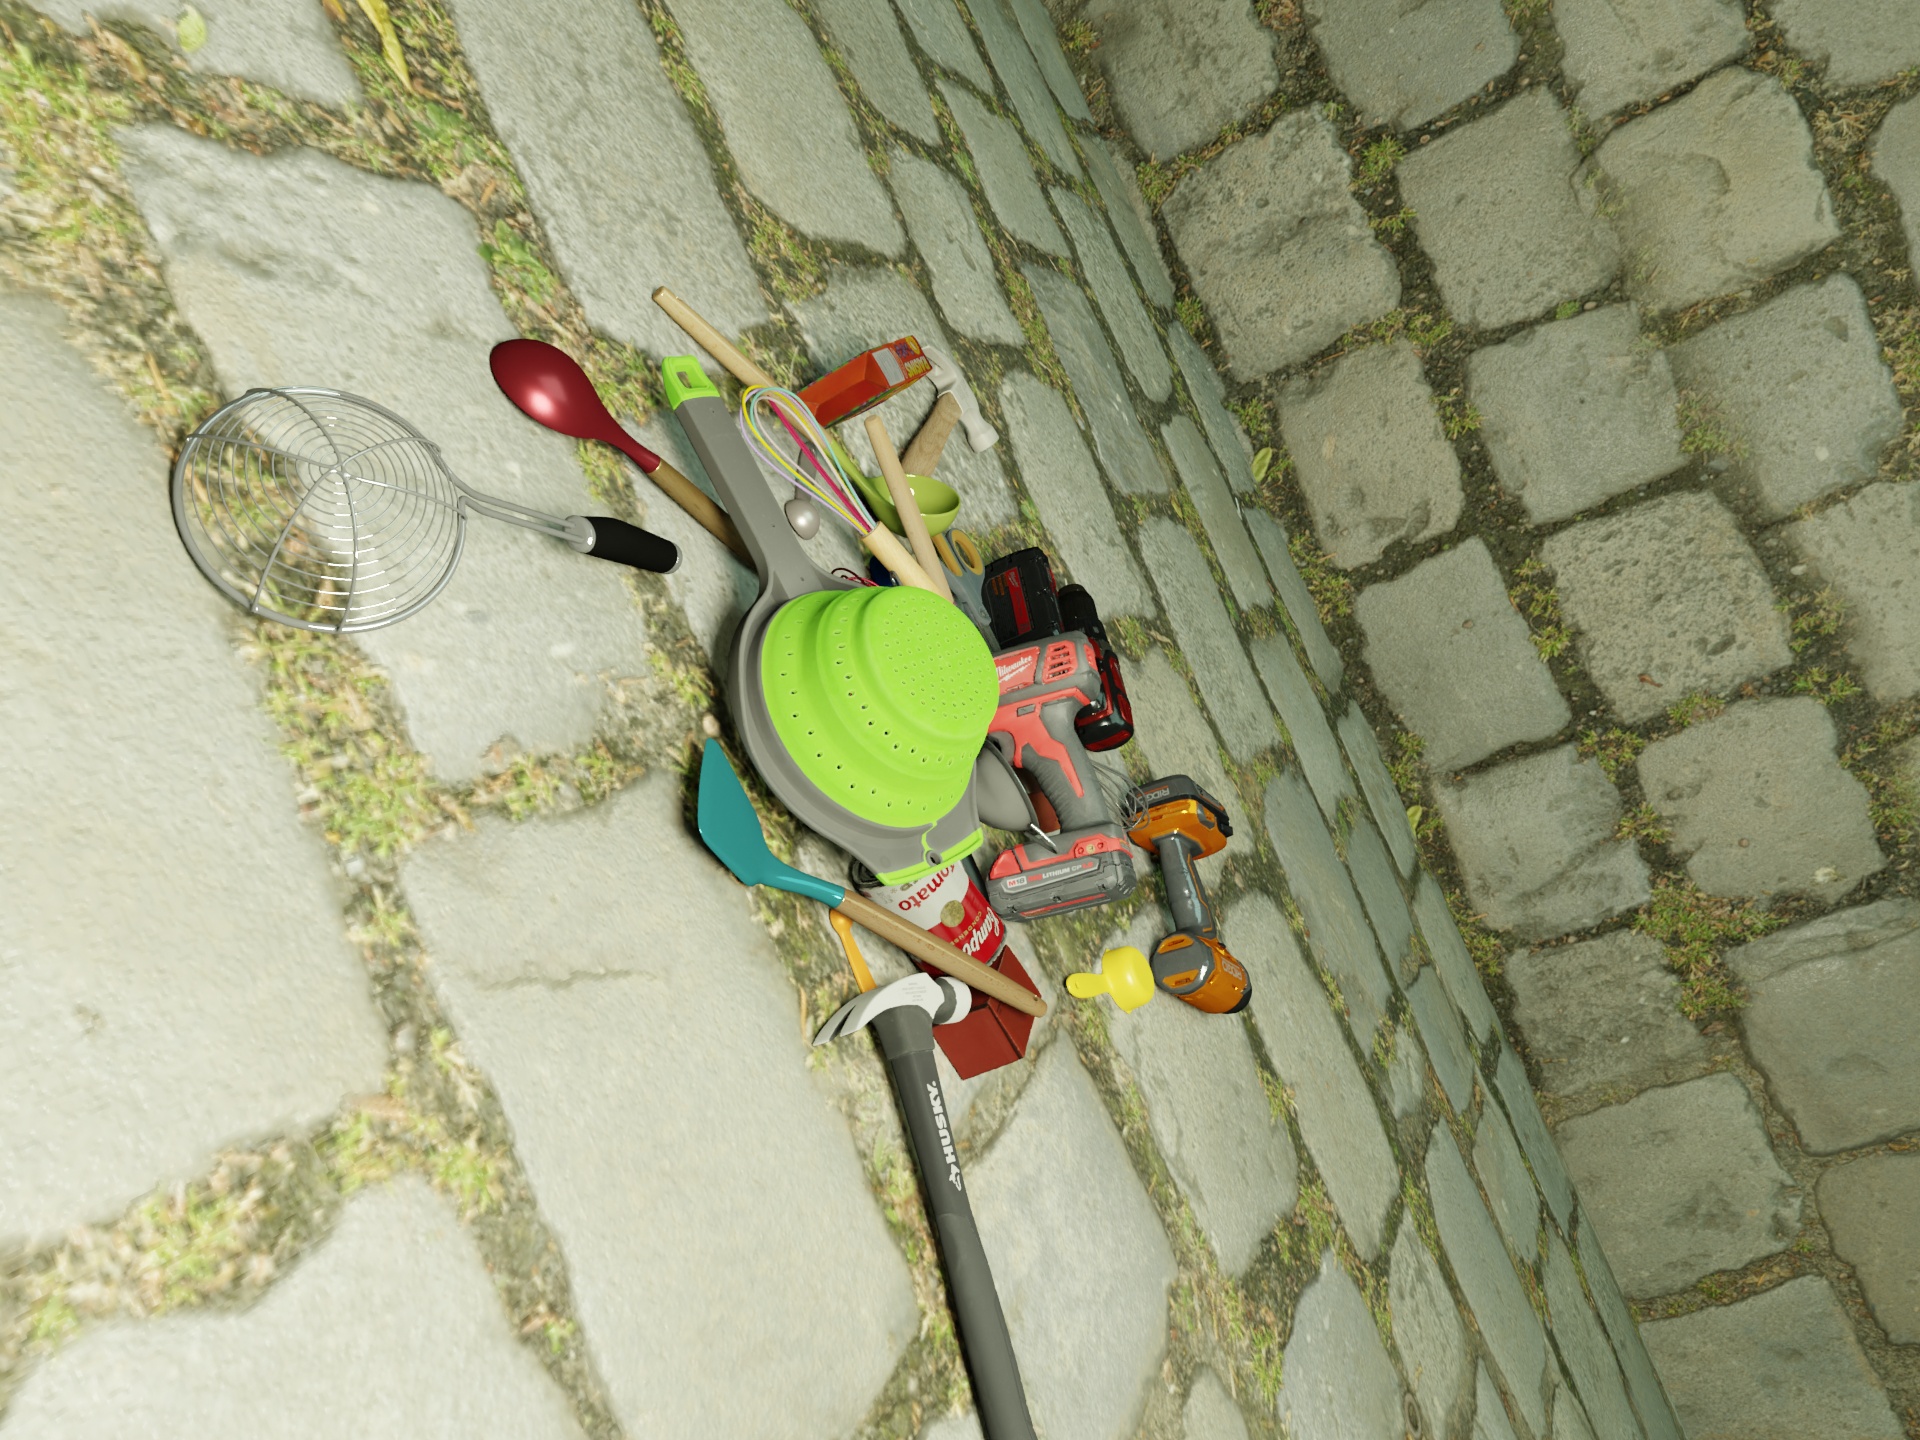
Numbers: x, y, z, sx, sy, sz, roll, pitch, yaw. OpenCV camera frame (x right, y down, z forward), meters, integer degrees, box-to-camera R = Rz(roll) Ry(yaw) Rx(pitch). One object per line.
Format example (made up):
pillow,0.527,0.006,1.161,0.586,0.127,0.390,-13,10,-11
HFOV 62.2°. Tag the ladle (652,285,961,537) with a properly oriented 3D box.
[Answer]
ladle,-0.117,-0.247,1.276,0.319,0.062,0.078,39,15,-37

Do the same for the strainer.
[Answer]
strainer,-0.002,-0.004,1.222,0.086,0.050,0.259,107,-41,-70

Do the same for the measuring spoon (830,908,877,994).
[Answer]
measuring spoon,-0.058,0.176,1.056,0.117,0.011,0.021,66,23,1

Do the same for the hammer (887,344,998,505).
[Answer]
hammer,-0.031,-0.269,1.531,0.130,0.031,0.331,57,24,-20

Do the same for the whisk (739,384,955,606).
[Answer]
whisk,-0.083,-0.168,1.250,0.244,0.051,0.047,48,17,-20

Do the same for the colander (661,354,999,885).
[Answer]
colander,-0.081,-0.092,1.050,0.204,0.094,0.397,-20,79,-49

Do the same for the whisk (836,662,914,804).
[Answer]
whisk,-0.033,0.081,1.158,0.284,0.070,0.070,64,22,-17

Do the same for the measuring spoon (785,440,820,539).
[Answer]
measuring spoon,-0.120,-0.190,1.276,0.034,0.018,0.124,48,27,-35

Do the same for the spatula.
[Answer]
spatula,-0.052,0.122,1.032,0.317,0.044,0.082,33,32,-28

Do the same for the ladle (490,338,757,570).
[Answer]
ladle,-0.193,-0.158,1.078,0.315,0.031,0.069,41,33,-48

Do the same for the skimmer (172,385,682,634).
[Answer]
skimmer,-0.261,-0.098,0.866,0.127,0.090,0.363,66,12,7

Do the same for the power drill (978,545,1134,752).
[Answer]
power drill,0.094,-0.086,1.570,0.226,0.080,0.188,37,36,-54

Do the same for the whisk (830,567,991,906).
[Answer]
whisk,-0.037,0.023,1.195,0.296,0.073,0.073,69,22,-7

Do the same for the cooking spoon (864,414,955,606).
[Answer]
cooking spoon,-0.021,-0.118,1.332,0.069,0.017,0.318,-87,160,-50

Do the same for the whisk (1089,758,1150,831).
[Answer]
whisk,0.104,0.034,1.506,0.238,0.055,0.055,44,31,-32

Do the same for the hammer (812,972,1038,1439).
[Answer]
hammer,-0.003,0.324,0.992,0.146,0.035,0.335,10,60,-58

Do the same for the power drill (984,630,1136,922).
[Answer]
power drill,0.057,0.045,1.285,0.078,0.143,0.220,40,38,-70

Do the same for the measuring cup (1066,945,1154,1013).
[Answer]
measuring cup,0.133,0.227,1.395,0.156,0.029,0.062,14,55,-64

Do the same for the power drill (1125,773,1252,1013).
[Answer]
power drill,0.240,0.186,1.611,0.164,0.084,0.227,35,41,-51
